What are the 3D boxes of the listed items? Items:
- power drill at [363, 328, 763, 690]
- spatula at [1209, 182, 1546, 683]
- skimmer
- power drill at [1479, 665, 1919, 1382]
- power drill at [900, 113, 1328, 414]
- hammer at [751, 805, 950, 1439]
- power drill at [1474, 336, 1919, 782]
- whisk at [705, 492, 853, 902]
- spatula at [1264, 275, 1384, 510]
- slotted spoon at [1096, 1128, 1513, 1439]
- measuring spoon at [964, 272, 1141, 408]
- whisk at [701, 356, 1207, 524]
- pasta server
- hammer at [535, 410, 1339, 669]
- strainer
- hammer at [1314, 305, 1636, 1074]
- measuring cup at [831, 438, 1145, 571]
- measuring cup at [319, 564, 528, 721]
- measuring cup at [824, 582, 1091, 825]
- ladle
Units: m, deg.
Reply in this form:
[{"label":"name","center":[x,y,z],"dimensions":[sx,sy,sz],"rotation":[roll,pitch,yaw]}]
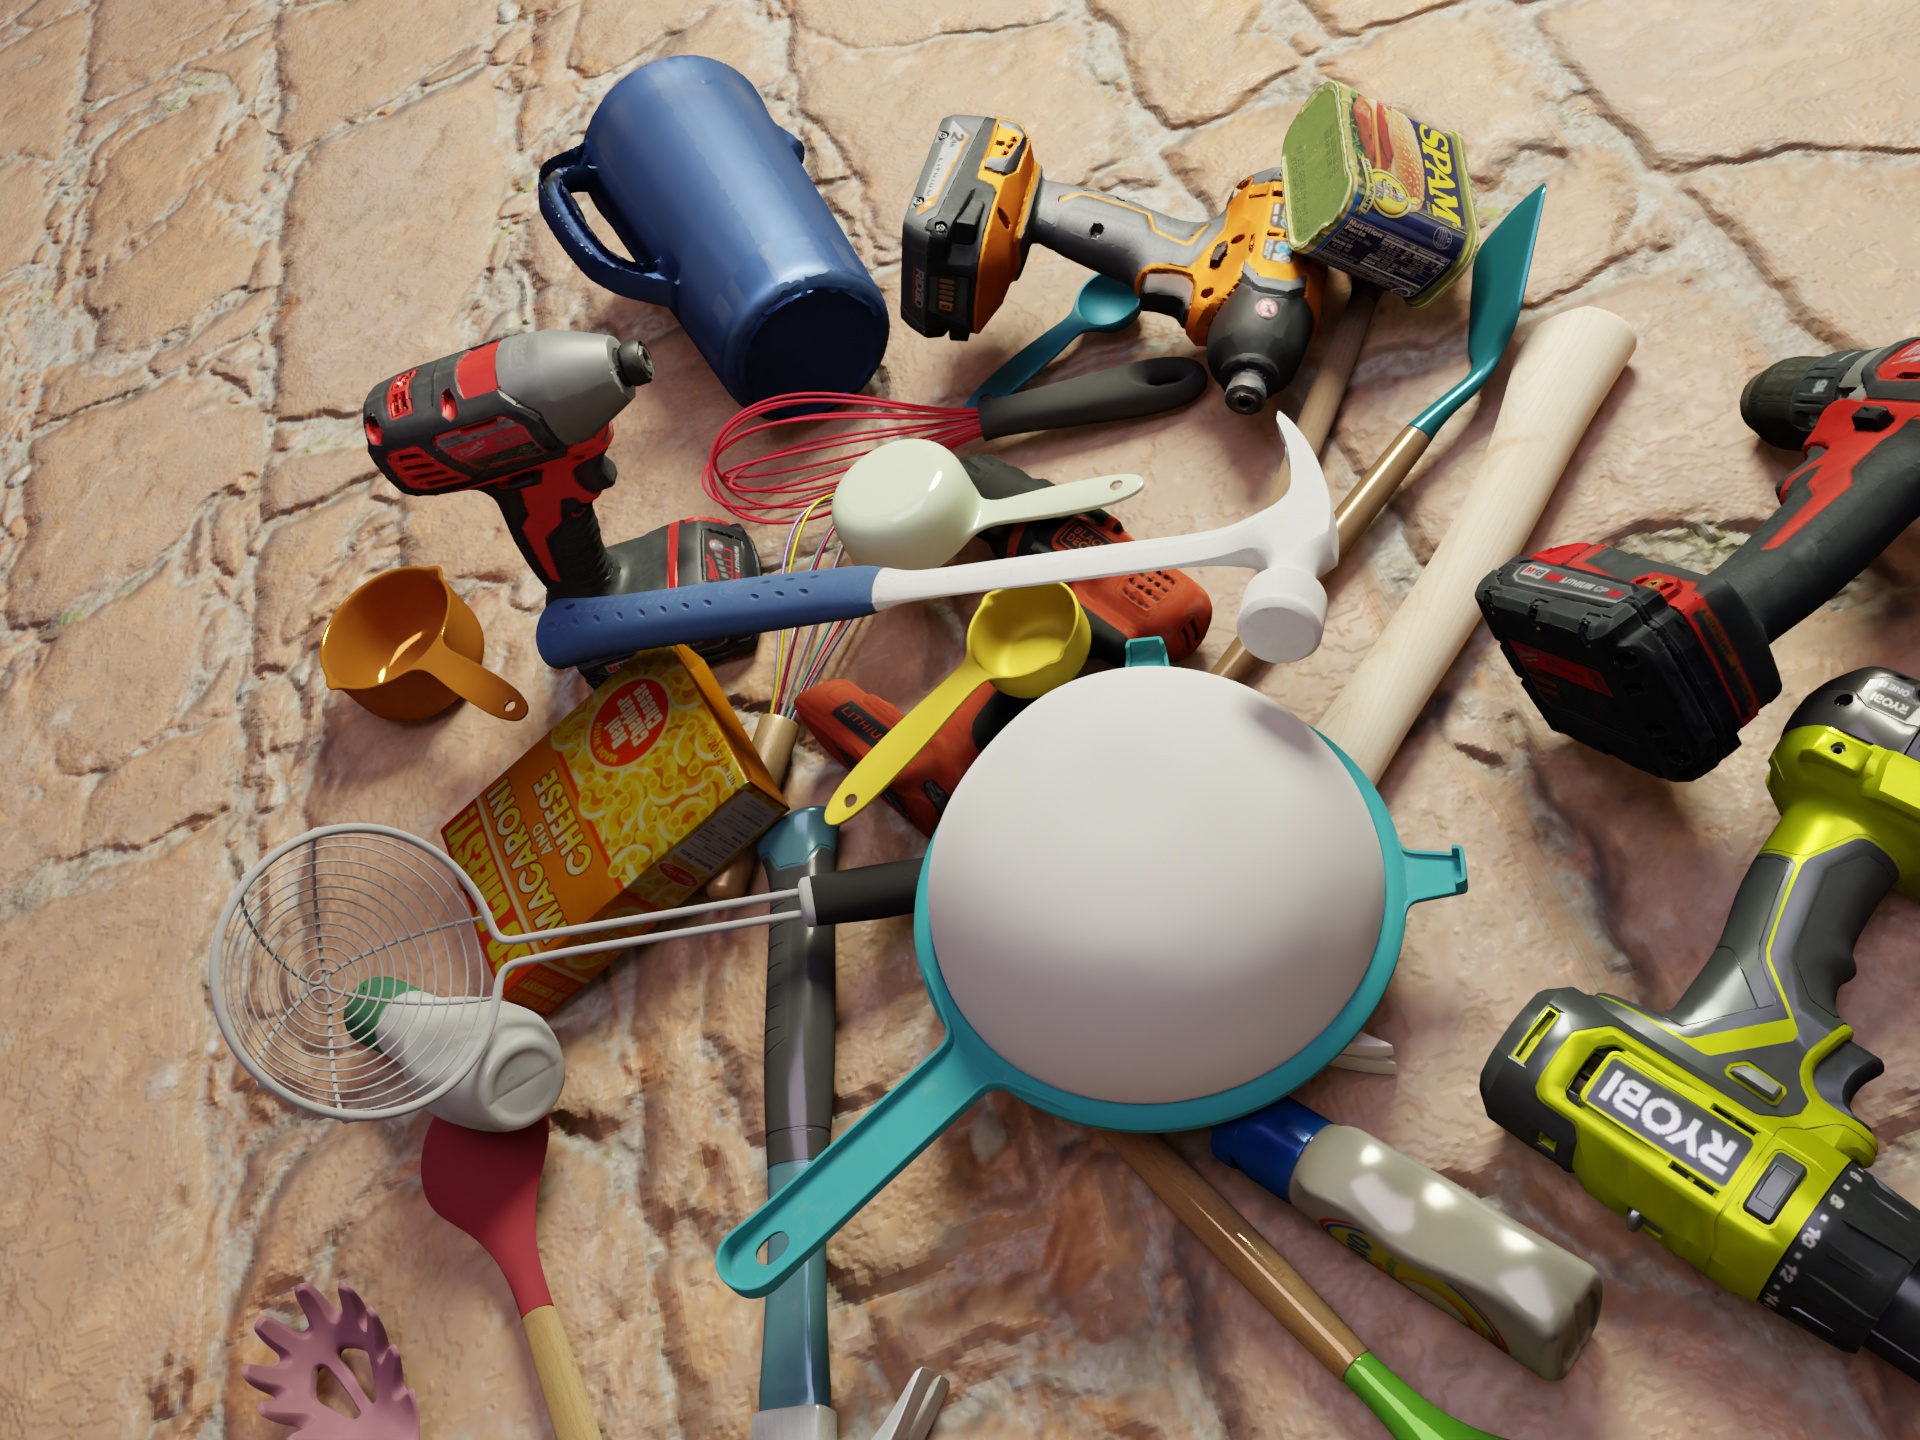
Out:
[{"label":"power drill","center":[-0.192,-0.114,0.836],"dimensions":[0.143,0.219,0.079],"rotation":[-15,55,12]},{"label":"spatula","center":[0.206,-0.131,0.802],"dimensions":[0.044,0.082,0.317],"rotation":[39,80,0]},{"label":"skimmer","center":[-0.127,0.087,0.699],"dimensions":[0.363,0.090,0.127],"rotation":[-9,77,-7]},{"label":"power drill","center":[0.332,0.110,0.580],"dimensions":[0.191,0.080,0.228],"rotation":[33,77,34]},{"label":"power drill","center":[0.085,-0.244,0.866],"dimensions":[0.226,0.084,0.164],"rotation":[12,56,5]},{"label":"hammer","center":[-0.074,0.187,0.713],"dimensions":[0.128,0.033,0.331],"rotation":[-13,55,14]},{"label":"power drill","center":[0.336,-0.085,0.672],"dimensions":[0.226,0.080,0.188],"rotation":[-36,17,0]},{"label":"whisk","center":[-0.086,-0.017,0.848],"dimensions":[0.051,0.047,0.245],"rotation":[-1,62,35]},{"label":"spatula","center":[0.210,-0.210,0.869],"dimensions":[0.060,0.018,0.316],"rotation":[14,63,22]},{"label":"slotted spoon","center":[0.134,0.227,0.611],"dimensions":[0.070,0.031,0.314],"rotation":[-43,52,-9]},{"label":"measuring spoon","center":[0.056,-0.217,0.939],"dimensions":[0.128,0.021,0.042],"rotation":[-38,57,6]},{"label":"whisk","center":[-0.007,-0.167,0.905],"dimensions":[0.296,0.073,0.073],"rotation":[-10,56,8]},{"label":"pasta server","center":[-0.200,0.353,0.651],"dimensions":[0.060,0.040,0.316],"rotation":[-40,54,-21]},{"label":"hammer","center":[-0.025,-0.066,0.749],"dimensions":[0.405,0.035,0.144],"rotation":[-5,40,25]},{"label":"strainer","center":[0.026,0.092,0.634],"dimensions":[0.340,0.095,0.211],"rotation":[-41,55,-14]},{"label":"hammer","center":[0.223,-0.034,0.740],"dimensions":[0.146,0.038,0.411],"rotation":[25,70,30]},{"label":"measuring cup","center":[0.010,-0.117,0.806],"dimensions":[0.167,0.038,0.083],"rotation":[-6,51,26]},{"label":"measuring cup","center":[-0.297,-0.026,0.927],"dimensions":[0.174,0.052,0.095],"rotation":[27,71,31]},{"label":"measuring cup","center":[-0.001,-0.002,0.745],"dimensions":[0.156,0.029,0.062],"rotation":[-45,48,-1]},{"label":"ladle","center":[-0.178,0.284,0.696],"dimensions":[0.069,0.031,0.316],"rotation":[-31,55,-3]}]
